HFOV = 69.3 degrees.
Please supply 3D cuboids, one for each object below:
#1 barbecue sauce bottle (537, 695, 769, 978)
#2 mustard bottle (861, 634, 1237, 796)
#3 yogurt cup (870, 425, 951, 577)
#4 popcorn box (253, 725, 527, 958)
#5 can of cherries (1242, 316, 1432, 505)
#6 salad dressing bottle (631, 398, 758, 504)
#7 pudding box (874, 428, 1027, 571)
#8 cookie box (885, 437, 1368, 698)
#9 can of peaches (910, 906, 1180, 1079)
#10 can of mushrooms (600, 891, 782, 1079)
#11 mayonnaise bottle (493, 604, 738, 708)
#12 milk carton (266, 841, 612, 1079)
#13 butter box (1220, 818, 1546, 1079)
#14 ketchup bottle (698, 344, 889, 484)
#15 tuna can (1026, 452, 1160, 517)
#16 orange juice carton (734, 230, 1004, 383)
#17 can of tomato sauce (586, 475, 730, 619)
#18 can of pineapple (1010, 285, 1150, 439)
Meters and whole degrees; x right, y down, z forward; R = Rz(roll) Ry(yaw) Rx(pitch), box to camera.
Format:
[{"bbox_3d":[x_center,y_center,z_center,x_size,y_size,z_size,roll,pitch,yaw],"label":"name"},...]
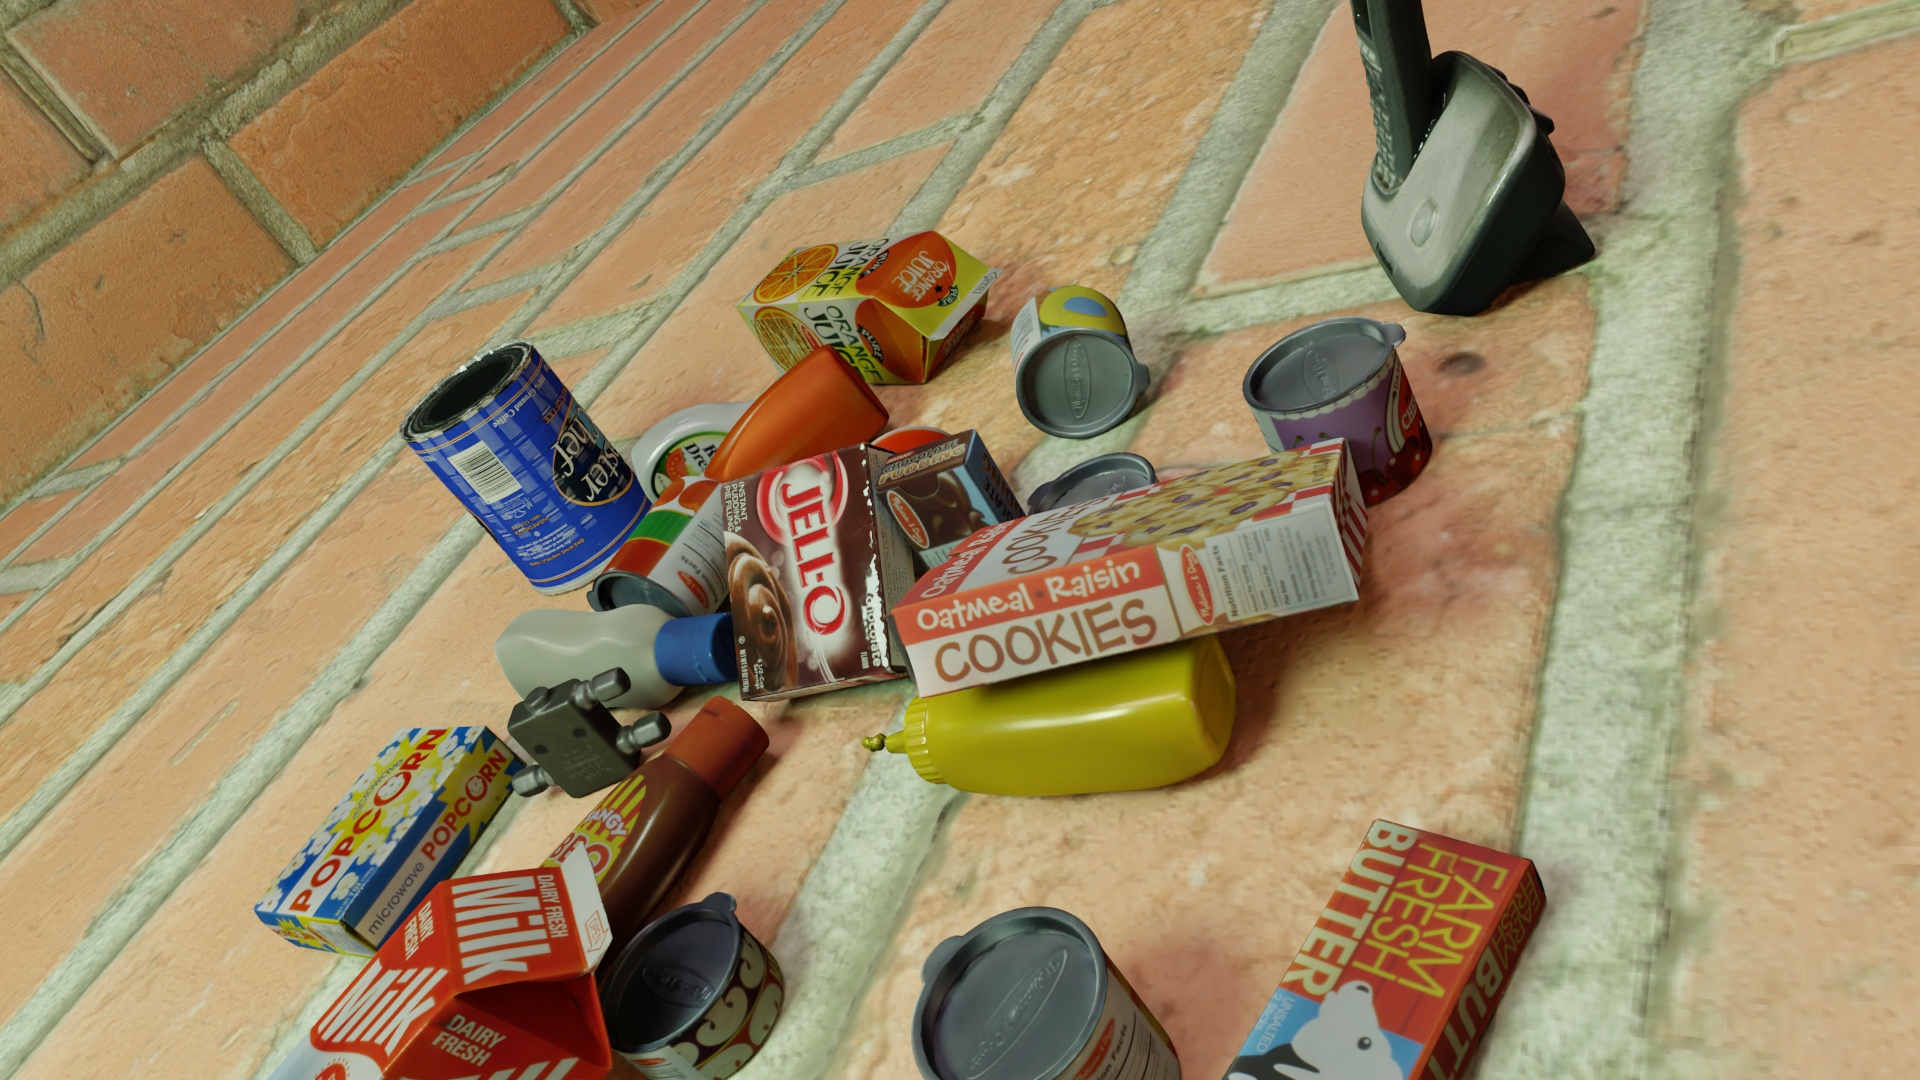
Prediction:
[{"bbox_3d":[-0.147,0.137,0.631,0.065,0.043,0.149,7,48,48],"label":"barbecue sauce bottle"},{"bbox_3d":[0.029,0.072,0.557,0.160,0.048,0.066,-13,27,31],"label":"mustard bottle"},{"bbox_3d":[-0.020,-0.018,0.716,0.072,0.072,0.054,-31,39,3],"label":"yogurt cup"},{"bbox_3d":[-0.305,0.159,0.747,0.085,0.038,0.127,-7,39,36],"label":"popcorn box"},{"bbox_3d":[0.167,-0.055,0.604,0.071,0.058,0.072,-23,31,15],"label":"can of cherries"},{"bbox_3d":[-0.137,-0.068,0.899,0.148,0.064,0.044,-23,39,3],"label":"salad dressing bottle"},{"bbox_3d":[0.002,-0.008,0.661,0.049,0.083,0.030,-17,34,25],"label":"pudding box"},{"bbox_3d":[0.070,0.007,0.546,0.167,0.040,0.123,-14,10,20],"label":"cookie box"},{"bbox_3d":[0.026,0.157,0.432,0.071,0.058,0.071,-24,32,16],"label":"can of peaches"},{"bbox_3d":[-0.104,0.177,0.545,0.071,0.033,0.071,-24,32,16],"label":"can of mushrooms"},{"bbox_3d":[-0.181,0.063,0.751,0.148,0.064,0.041,-7,35,29],"label":"mayonnaise bottle"},{"bbox_3d":[-0.198,0.201,0.518,0.190,0.073,0.072,-49,31,-1],"label":"milk carton"},{"bbox_3d":[0.126,0.132,0.408,0.053,0.024,0.104,8,49,48],"label":"butter box"},{"bbox_3d":[-0.118,-0.052,0.858,0.149,0.064,0.043,-39,13,5],"label":"ketchup bottle"},{"bbox_3d":[0.065,-0.008,0.653,0.071,0.032,0.071,-23,32,16],"label":"tuna can"},{"bbox_3d":[-0.057,-0.154,0.932,0.192,0.072,0.072,6,48,46],"label":"orange juice carton"},{"bbox_3d":[-0.162,0.013,0.796,0.071,0.071,0.083,-8,38,35],"label":"can of tomato sauce"},{"bbox_3d":[0.062,-0.097,0.751,0.071,0.070,0.058,-24,32,14],"label":"can of pineapple"}]
